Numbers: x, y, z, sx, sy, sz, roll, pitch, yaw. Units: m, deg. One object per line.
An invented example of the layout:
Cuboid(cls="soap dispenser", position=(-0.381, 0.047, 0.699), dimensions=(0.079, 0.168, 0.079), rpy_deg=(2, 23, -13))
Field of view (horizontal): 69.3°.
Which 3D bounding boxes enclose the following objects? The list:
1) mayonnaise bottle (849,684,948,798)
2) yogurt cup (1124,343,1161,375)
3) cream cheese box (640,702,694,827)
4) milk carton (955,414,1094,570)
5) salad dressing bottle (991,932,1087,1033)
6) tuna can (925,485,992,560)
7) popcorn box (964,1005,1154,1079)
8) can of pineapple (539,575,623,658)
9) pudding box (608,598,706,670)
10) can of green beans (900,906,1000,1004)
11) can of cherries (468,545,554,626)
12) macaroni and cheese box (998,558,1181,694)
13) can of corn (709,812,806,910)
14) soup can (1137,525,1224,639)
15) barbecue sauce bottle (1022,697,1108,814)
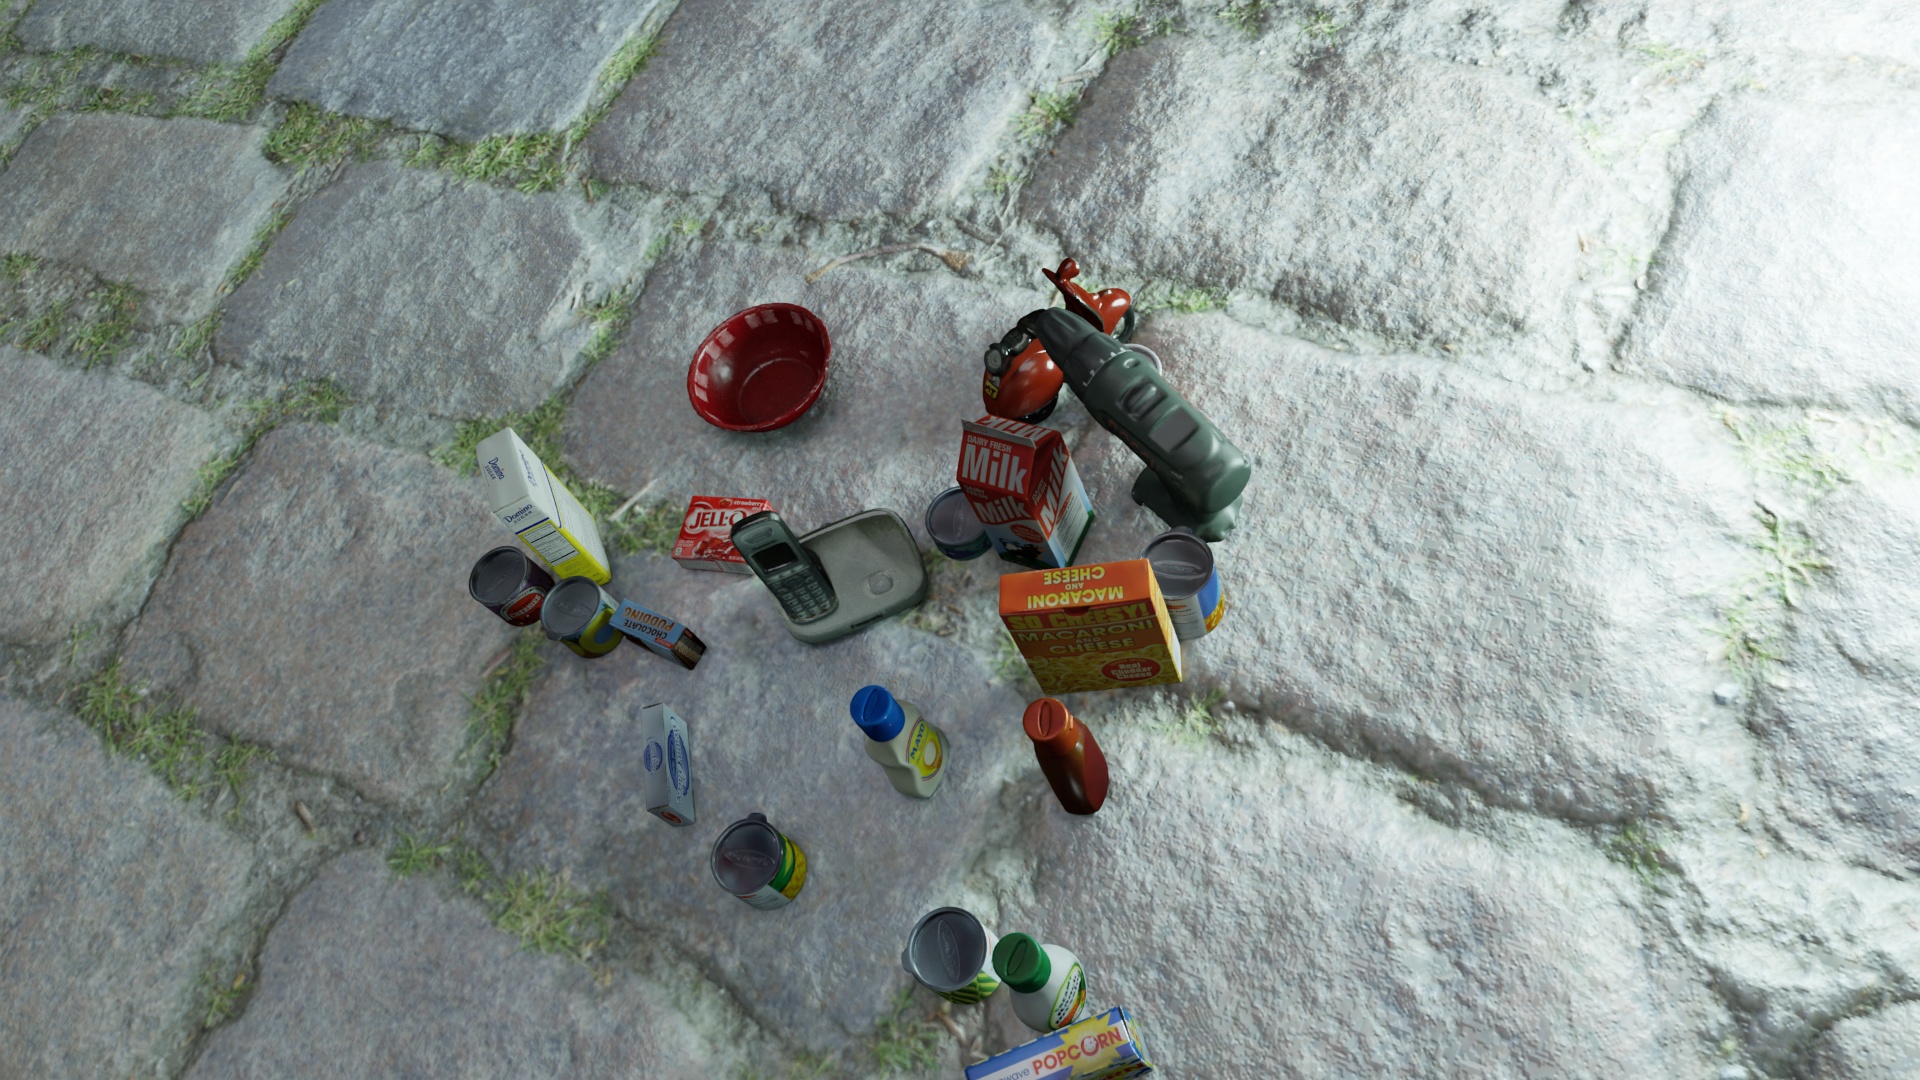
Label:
Cuboid(cls="mayonnaise bottle", position=(-0.052, 0.166, 1.170), dimensions=(0.041, 0.147, 0.065), rpy_deg=(9, 65, 22))
Cuboid(cls="yogurt cup", position=(0.163, -0.146, 1.335), dimensions=(0.072, 0.053, 0.073), rpy_deg=(-8, 59, 14))
Cuboid(cls="cream cheese box", position=(-0.269, 0.206, 1.273), dimensions=(0.024, 0.053, 0.104), rpy_deg=(-17, 58, 8))
Cuboid(cls="milk carton", position=(0.056, -0.048, 1.232), dimensions=(0.072, 0.190, 0.074), rpy_deg=(17, 68, 26))
Cuboid(cls="salad dressing bottle", position=(0.058, 0.329, 1.041), dimensions=(0.044, 0.147, 0.064), rpy_deg=(19, 69, 26))
Cuboid(cls="tuna can", position=(0.005, -0.017, 1.325), dimensions=(0.071, 0.032, 0.071), rpy_deg=(-8, 59, 14))
Cuboid(cls="popcorn box", position=(0.075, 0.394, 1.036), dimensions=(0.127, 0.085, 0.038), rpy_deg=(-23, 57, 4))
Cuboid(cls="can of pineapple", position=(-0.375, 0.078, 1.378), dimensions=(0.071, 0.057, 0.071), rpy_deg=(-8, 59, 14))
Cuboid(cls="pudding box", position=(-0.295, 0.091, 1.350), dimensions=(0.084, 0.049, 0.030), rpy_deg=(20, 70, 27))
Cuboid(cls="can of green beans", position=(-0.003, 0.333, 1.112), dimensions=(0.071, 0.057, 0.071), rpy_deg=(-8, 59, 14))
Cuboid(cls="can of cherries", position=(-0.457, 0.049, 1.421), dimensions=(0.071, 0.058, 0.072), rpy_deg=(-8, 59, 14))
Cuboid(cls="macaroni and cheese box", position=(0.112, 0.076, 1.157), dimensions=(0.124, 0.166, 0.040), rpy_deg=(-7, 60, 14))
Cuboid(cls="can of corn", position=(-0.173, 0.278, 1.199), dimensions=(0.071, 0.058, 0.071), rpy_deg=(-8, 59, 14))
Cuboid(cls="soup can", position=(0.192, 0.038, 1.203), dimensions=(0.071, 0.083, 0.071), rpy_deg=(-8, 60, 14))
Cuboid(cls="barbecue sauce bottle", position=(0.085, 0.171, 1.122), dimensions=(0.043, 0.148, 0.065), rpy_deg=(-4, 61, 16))
